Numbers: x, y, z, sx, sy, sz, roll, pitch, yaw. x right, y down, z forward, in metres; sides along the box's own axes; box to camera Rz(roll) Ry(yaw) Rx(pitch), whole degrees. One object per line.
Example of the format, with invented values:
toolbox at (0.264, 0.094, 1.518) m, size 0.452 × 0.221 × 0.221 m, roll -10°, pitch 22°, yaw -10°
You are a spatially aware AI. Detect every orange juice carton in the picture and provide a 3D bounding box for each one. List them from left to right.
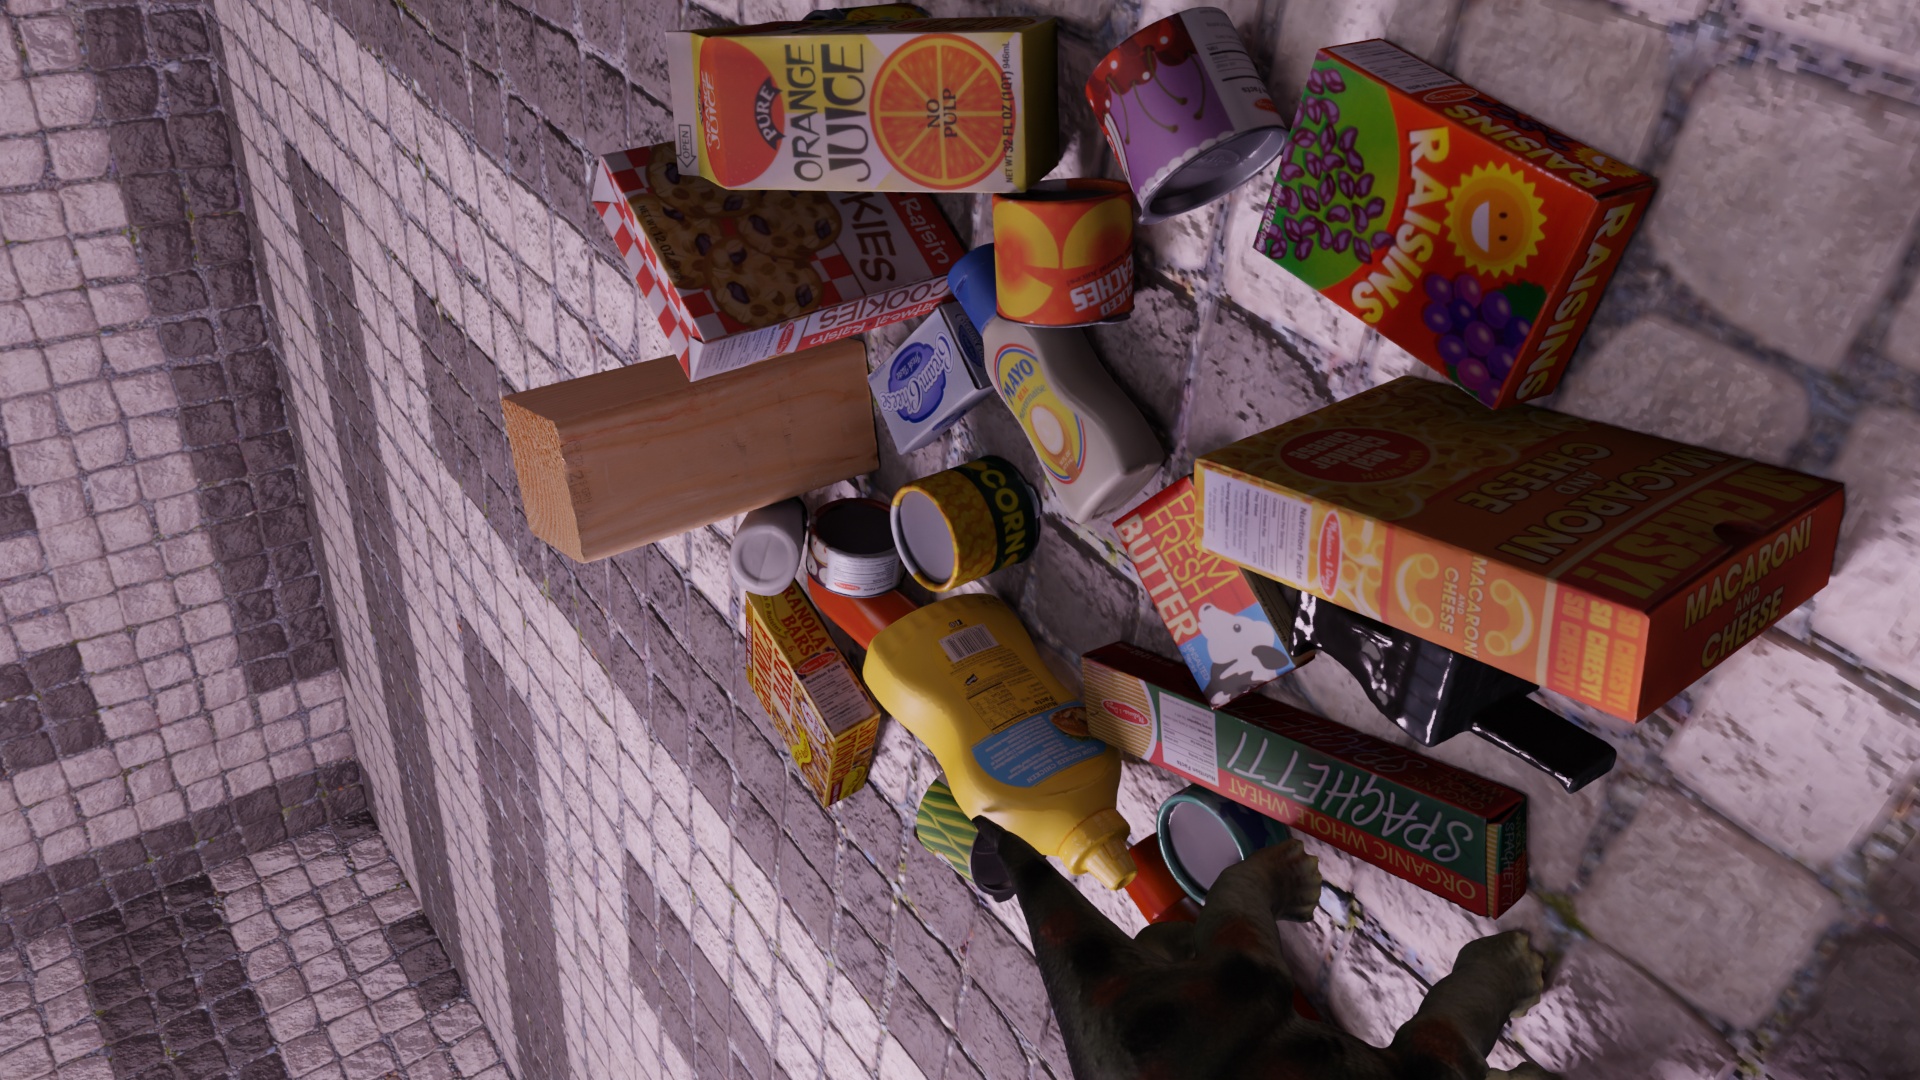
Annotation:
orange juice carton at (-0.053, -0.210, 0.668) m, size 0.193 × 0.073 × 0.071 m, roll 5°, pitch 116°, yaw 16°

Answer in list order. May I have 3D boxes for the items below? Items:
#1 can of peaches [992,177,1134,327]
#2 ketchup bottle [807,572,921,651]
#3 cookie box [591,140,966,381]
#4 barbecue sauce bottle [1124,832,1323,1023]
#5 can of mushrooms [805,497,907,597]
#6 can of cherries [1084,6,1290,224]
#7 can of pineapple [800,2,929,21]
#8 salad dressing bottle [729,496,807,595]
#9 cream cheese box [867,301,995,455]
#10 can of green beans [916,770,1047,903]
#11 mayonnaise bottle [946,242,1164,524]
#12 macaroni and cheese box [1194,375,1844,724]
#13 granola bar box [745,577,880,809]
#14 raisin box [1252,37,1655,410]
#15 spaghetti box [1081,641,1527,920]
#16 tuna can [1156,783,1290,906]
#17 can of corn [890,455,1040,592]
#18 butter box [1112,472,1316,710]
can of peaches at (0.050, -0.136, 0.650) m, size 0.071 × 0.071 × 0.057 m, roll 24°, pitch 125°, yaw 48°
ketchup bottle at (-0.040, 0.060, 0.901) m, size 0.149 × 0.044 × 0.064 m, roll 38°, pitch 159°, yaw 39°
cookie box at (-0.093, -0.166, 0.750) m, size 0.123 × 0.168 × 0.040 m, roll 59°, pitch 149°, yaw 16°
barbecue sauce bottle at (0.137, 0.225, 0.736) m, size 0.149 × 0.044 × 0.064 m, roll 54°, pitch 144°, yaw 24°
can of mushrooms at (-0.066, 0.002, 0.893) m, size 0.071 × 0.071 × 0.033 m, roll 42°, pitch 138°, yaw 36°
can of cherries at (0.090, -0.173, 0.569) m, size 0.071 × 0.072 × 0.058 m, roll -36°, pitch 76°, yaw 56°
can of pineapple at (-0.048, -0.251, 0.739) m, size 0.071 × 0.058 × 0.070 m, roll 31°, pitch 131°, yaw 44°
salad dressing bottle at (-0.125, -0.004, 0.934) m, size 0.148 × 0.044 × 0.064 m, roll -105°, pitch 30°, yaw -78°
cream cheese box at (-0.016, -0.093, 0.806) m, size 0.103 × 0.024 × 0.053 m, roll -34°, pitch 79°, yaw 56°
can of green beans at (0.015, 0.178, 0.866) m, size 0.058 × 0.071 × 0.071 m, roll 23°, pitch 125°, yaw 49°
mayonnaise bottle at (0.044, -0.084, 0.708) m, size 0.148 × 0.041 × 0.064 m, roll 59°, pitch 147°, yaw 16°
macaroni and cheese box at (0.182, -0.008, 0.471) m, size 0.166 × 0.124 × 0.040 m, roll 25°, pitch 128°, yaw 47°
granola bar box at (-0.110, 0.111, 1.003) m, size 0.124 × 0.039 × 0.164 m, roll 56°, pitch 159°, yaw 19°
raisin box at (0.173, -0.117, 0.506) m, size 0.124 × 0.040 × 0.085 m, roll 46°, pitch 139°, yaw 35°
spaghetti box at (0.152, 0.106, 0.663) m, size 0.250 × 0.029 × 0.050 m, roll 19°, pitch 122°, yaw 50°
tuna can at (0.133, 0.152, 0.712) m, size 0.071 × 0.033 × 0.070 m, roll 31°, pitch 131°, yaw 44°
can of corn at (0.003, -0.010, 0.792) m, size 0.071 × 0.058 × 0.070 m, roll 31°, pitch 131°, yaw 44°
butter box at (0.119, 0.023, 0.659) m, size 0.053 × 0.024 × 0.103 m, roll -36°, pitch 76°, yaw 36°
